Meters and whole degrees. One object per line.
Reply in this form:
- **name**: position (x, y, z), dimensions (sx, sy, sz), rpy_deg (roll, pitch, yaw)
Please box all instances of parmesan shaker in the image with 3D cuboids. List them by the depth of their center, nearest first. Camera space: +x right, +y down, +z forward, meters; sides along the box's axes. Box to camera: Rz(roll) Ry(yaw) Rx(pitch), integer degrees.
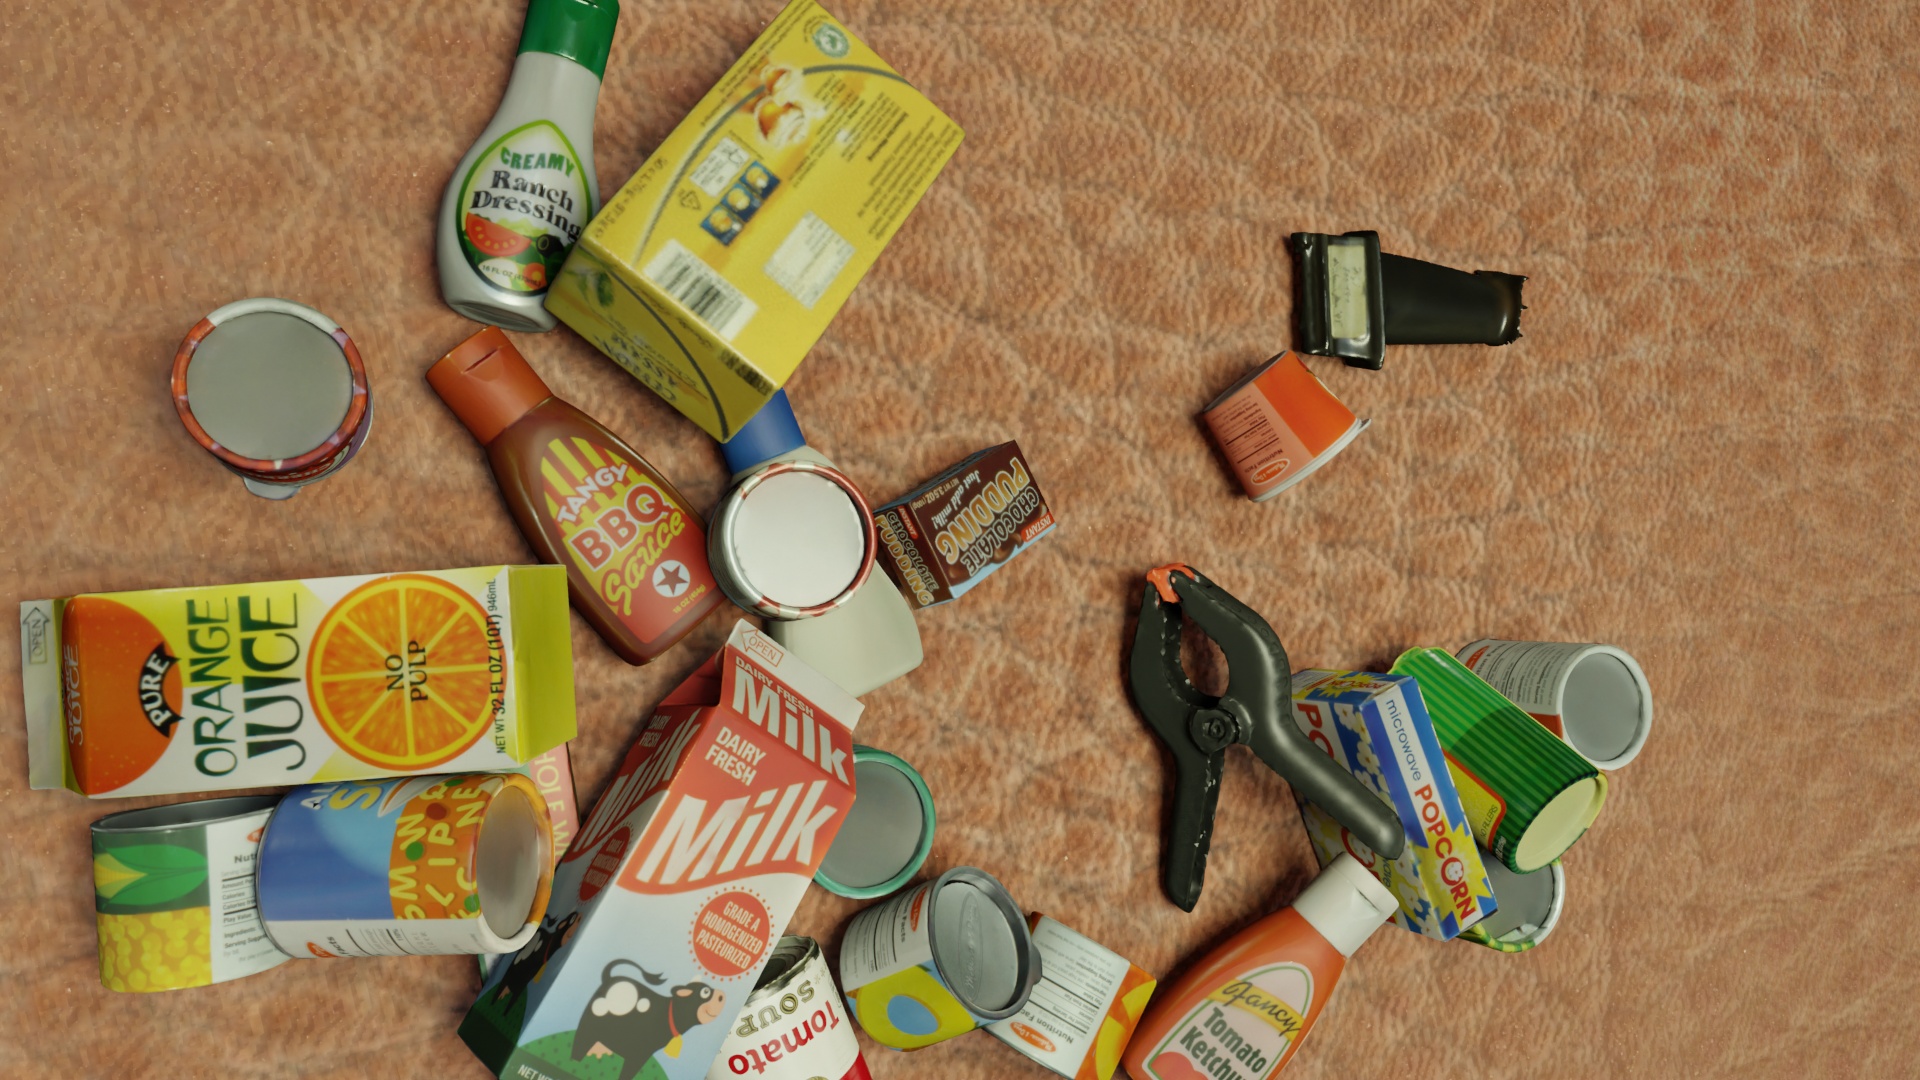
- **parmesan shaker**: position (0.260, 0.108, 0.697), dimensions (0.071, 0.103, 0.071), rpy_deg (-19, 130, -24)

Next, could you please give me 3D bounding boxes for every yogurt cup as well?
- **yogurt cup**: position (0.160, -0.059, 0.702), dimensions (0.072, 0.072, 0.054), rpy_deg (-38, 93, -19)

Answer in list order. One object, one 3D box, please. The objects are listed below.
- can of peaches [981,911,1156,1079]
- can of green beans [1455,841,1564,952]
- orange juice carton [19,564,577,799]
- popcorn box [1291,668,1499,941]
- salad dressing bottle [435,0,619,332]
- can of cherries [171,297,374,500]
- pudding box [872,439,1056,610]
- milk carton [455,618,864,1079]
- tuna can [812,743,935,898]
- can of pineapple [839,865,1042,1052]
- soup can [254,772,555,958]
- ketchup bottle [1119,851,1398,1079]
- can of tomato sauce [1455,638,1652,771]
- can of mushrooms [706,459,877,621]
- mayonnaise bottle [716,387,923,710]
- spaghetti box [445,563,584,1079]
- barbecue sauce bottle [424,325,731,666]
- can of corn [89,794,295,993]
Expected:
- **can of peaches**: position (0.049, 0.212, 0.640), dimensions (0.071, 0.071, 0.058), rpy_deg (34, 75, -16)
- **can of green beans**: position (0.273, 0.179, 0.733), dimensions (0.071, 0.057, 0.071), rpy_deg (1, 86, -21)
- **orange juice carton**: position (-0.248, 0.050, 0.512), dimensions (0.193, 0.073, 0.072), rpy_deg (-4, 89, -1)
- **popcorn box**: position (0.207, 0.129, 0.696), dimensions (0.038, 0.085, 0.126), rpy_deg (-23, 96, -22)
- **salad dressing bottle**: position (-0.178, -0.164, 0.585), dimensions (0.064, 0.044, 0.148), rpy_deg (14, 81, -23)
- **can of cherries**: position (-0.263, -0.053, 0.536), dimensions (0.071, 0.058, 0.071), rpy_deg (2, 86, -21)
- **pudding box**: position (0.002, -0.008, 0.638), dimensions (0.084, 0.030, 0.049), rpy_deg (-33, 100, -45)
- **milk carton**: position (-0.109, 0.129, 0.552), dimensions (0.072, 0.073, 0.191), rpy_deg (39, 66, -22)
- **tuna can**: position (-0.044, 0.127, 0.624), dimensions (0.071, 0.033, 0.071), rpy_deg (1, 86, -21)
- **can of pineapple**: position (-0.009, 0.185, 0.607), dimensions (0.071, 0.057, 0.071), rpy_deg (33, 40, -33)
- **soup can**: position (-0.204, 0.118, 0.518), dimensions (0.084, 0.071, 0.071), rpy_deg (-4, 88, 9)
- **ketchup bottle**: position (0.146, 0.215, 0.669), dimensions (0.064, 0.043, 0.149), rpy_deg (45, 87, -3)
- **can of tomato sauce**: position (0.313, 0.087, 0.742), dimensions (0.071, 0.083, 0.071), rpy_deg (1, 87, -21)
- **can of mushrooms**: position (-0.068, 0.000, 0.579), dimensions (0.071, 0.033, 0.071), rpy_deg (2, 84, -20)
- **mayonnaise bottle**: position (-0.071, -0.002, 0.619), dimensions (0.065, 0.041, 0.148), rpy_deg (-24, 94, -24)
- **spaghetti box**: position (-0.179, 0.135, 0.573), dimensions (0.050, 0.028, 0.250), rpy_deg (-10, 90, -22)
- **barbecue sauce bottle**: position (-0.161, -0.021, 0.583), dimensions (0.065, 0.043, 0.148), rpy_deg (-43, 102, -25)
- **can of corn**: position (-0.284, 0.129, 0.514), dimensions (0.071, 0.071, 0.058), rpy_deg (-4, 89, -22)
